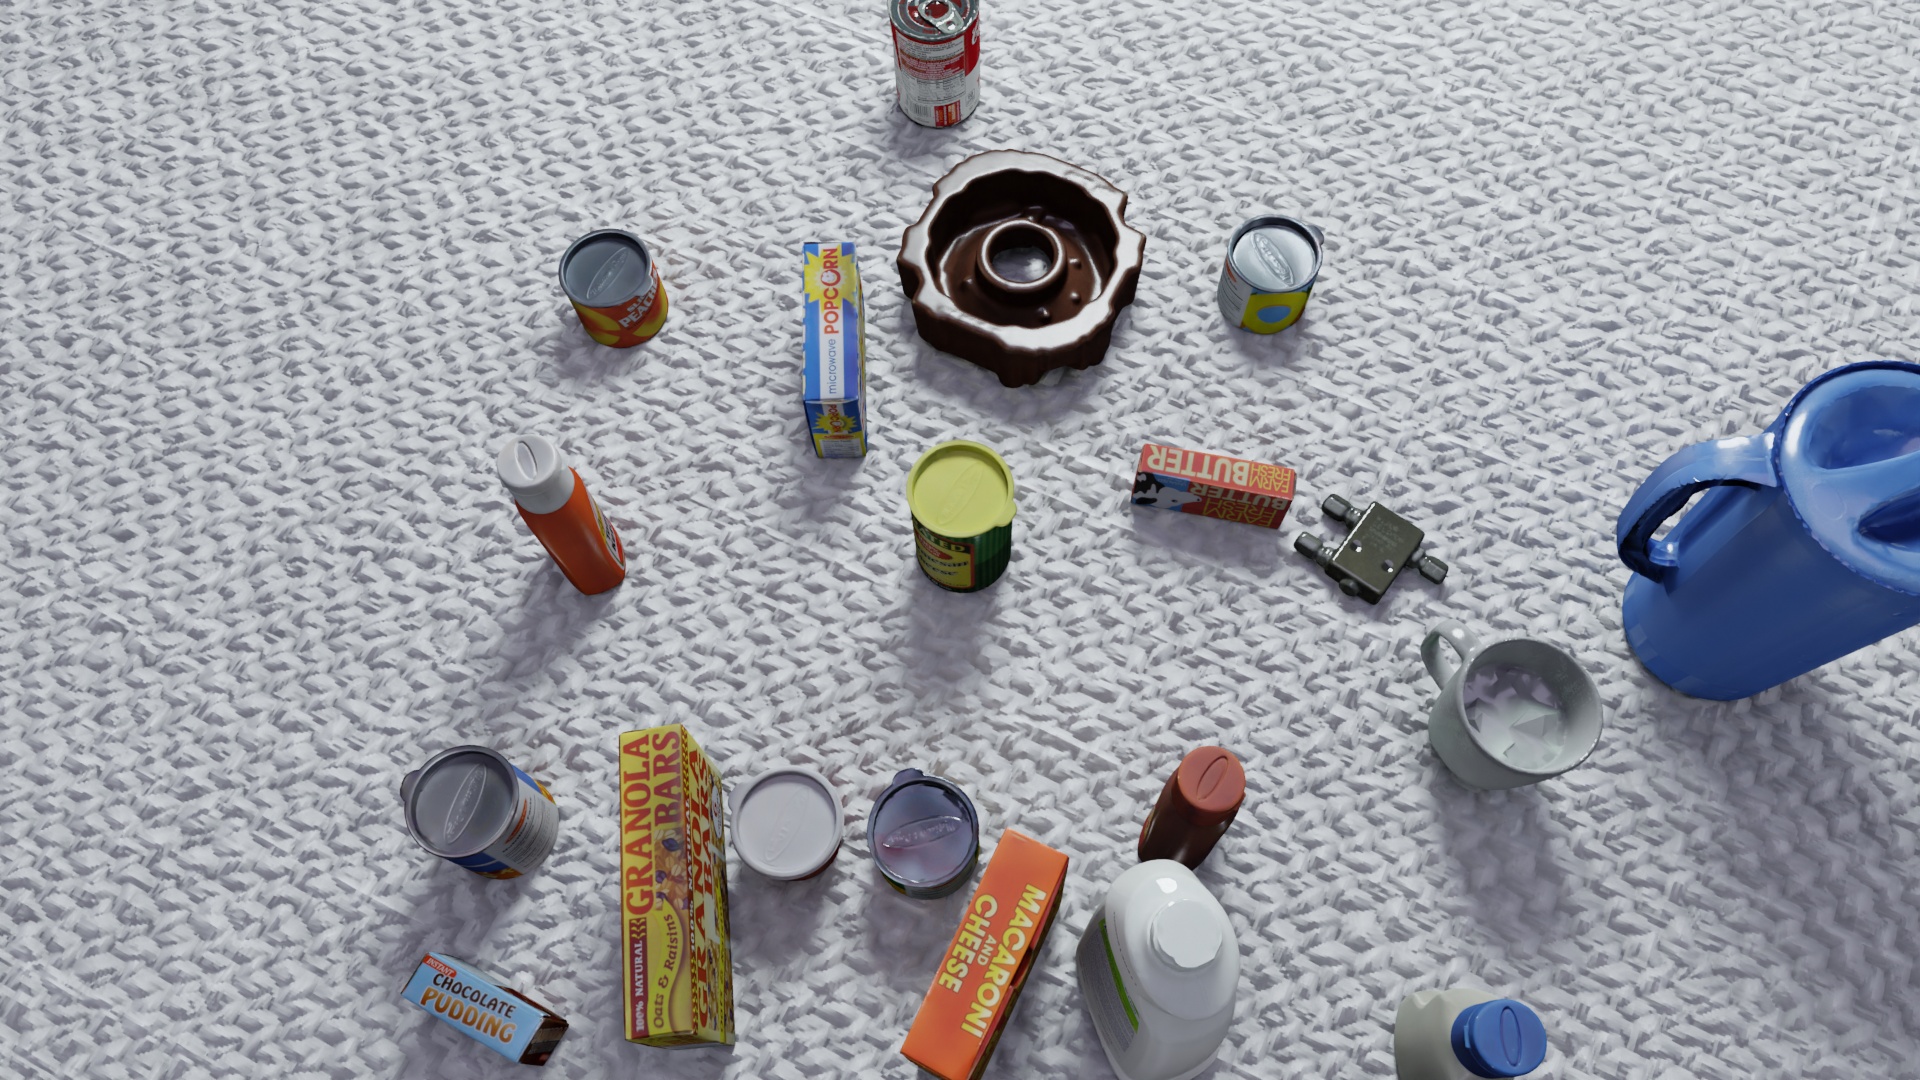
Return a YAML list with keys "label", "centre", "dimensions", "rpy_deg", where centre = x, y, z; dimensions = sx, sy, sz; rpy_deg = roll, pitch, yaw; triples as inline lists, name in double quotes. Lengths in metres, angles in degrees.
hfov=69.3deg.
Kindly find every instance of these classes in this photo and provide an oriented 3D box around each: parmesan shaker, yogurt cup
- label: "parmesan shaker"
  centre: [0.003, -0.011, 0.897]
  dimensions: [0.071, 0.102, 0.071]
  rpy_deg: [-1, 67, 1]
- label: "yogurt cup"
  centre: [-0.102, 0.176, 0.846]
  dimensions: [0.072, 0.053, 0.072]
  rpy_deg: [0, 67, 1]

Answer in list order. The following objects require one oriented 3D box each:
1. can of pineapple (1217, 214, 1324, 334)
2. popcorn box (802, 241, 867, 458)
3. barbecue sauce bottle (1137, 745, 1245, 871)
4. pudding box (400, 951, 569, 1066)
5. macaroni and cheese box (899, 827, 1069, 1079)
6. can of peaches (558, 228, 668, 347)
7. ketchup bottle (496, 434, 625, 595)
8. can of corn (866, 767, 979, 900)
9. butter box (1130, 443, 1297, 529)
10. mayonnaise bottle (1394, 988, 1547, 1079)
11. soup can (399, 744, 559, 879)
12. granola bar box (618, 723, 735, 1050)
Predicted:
- label: "can of pineapple"
  centre: [0.222, -0.190, 0.992]
  dimensions: [0.071, 0.057, 0.071]
  rpy_deg: [0, 67, 1]
- label: "popcorn box"
  centre: [-0.086, -0.131, 0.960]
  dimensions: [0.038, 0.085, 0.127]
  rpy_deg: [-3, 67, 0]
- label: "barbecue sauce bottle"
  centre: [0.135, 0.154, 0.798]
  dimensions: [0.044, 0.148, 0.065]
  rpy_deg: [33, 72, 14]
- label: "pudding box"
  centre: [-0.277, 0.273, 0.811]
  dimensions: [0.084, 0.049, 0.030]
  rpy_deg: [25, 70, 11]
- label: "macaroni and cheese box"
  centre: [0.016, 0.234, 0.757]
  dimensions: [0.040, 0.165, 0.124]
  rpy_deg: [24, 70, 11]
- label: "can of peaches"
  centre: [-0.246, -0.179, 0.999]
  dimensions: [0.071, 0.058, 0.071]
  rpy_deg: [0, 67, 1]
- label: "ketchup bottle"
  centre: [-0.253, -0.018, 0.881]
  dimensions: [0.043, 0.148, 0.065]
  rpy_deg: [-24, 69, -8]
- label: "can of corn"
  centre: [-0.022, 0.178, 0.841]
  dimensions: [0.071, 0.058, 0.071]
  rpy_deg: [0, 67, 1]
- label: "butter box"
  centre: [0.169, -0.036, 0.930]
  dimensions: [0.103, 0.053, 0.024]
  rpy_deg: [10, 68, 6]
- label: "mayonnaise bottle"
  centre: [0.271, 0.271, 0.745]
  dimensions: [0.041, 0.147, 0.065]
  rpy_deg: [1, 67, 2]
- label: "soup can"
  centre: [-0.289, 0.165, 0.839]
  dimensions: [0.071, 0.083, 0.071]
  rpy_deg: [0, 67, 1]
- label: "granola bar box"
  centre: [-0.163, 0.202, 0.798]
  dimensions: [0.039, 0.123, 0.166]
  rpy_deg: [-7, 67, -1]
